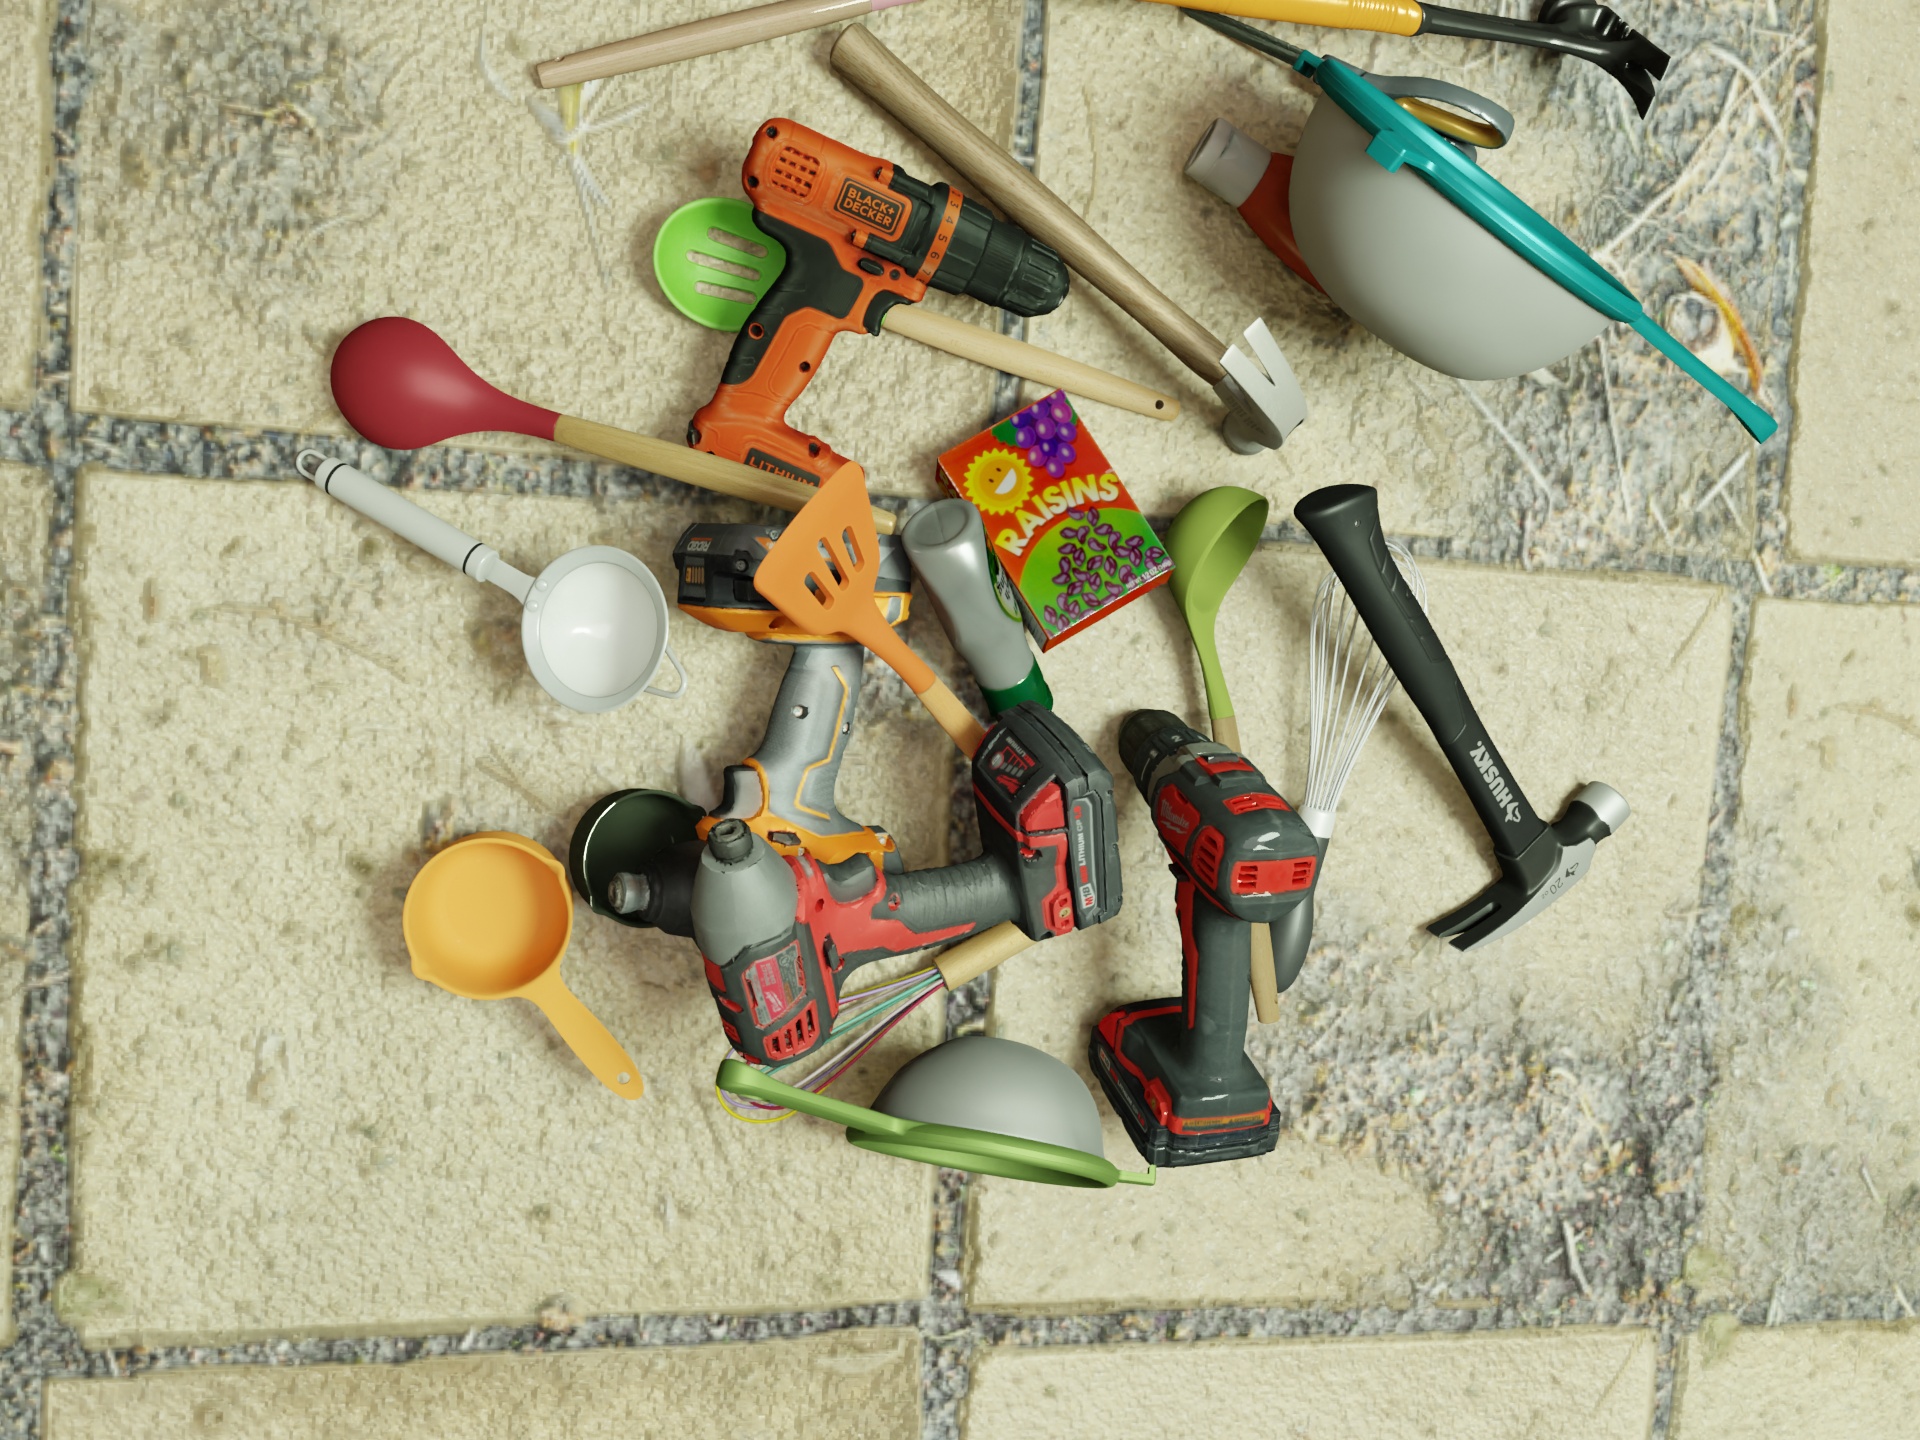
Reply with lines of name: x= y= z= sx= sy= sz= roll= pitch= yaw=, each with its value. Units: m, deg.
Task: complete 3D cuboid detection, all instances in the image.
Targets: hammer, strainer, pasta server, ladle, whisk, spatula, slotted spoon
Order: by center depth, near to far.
ladle: x=-0.186 y=-0.145 z=0.833 sx=0.315 sy=0.031 sz=0.069 roll=16 pitch=102 yaw=2
strainer: x=-0.243 y=-0.080 z=0.835 sx=0.258 sy=0.050 sz=0.087 roll=30 pitch=99 yaw=8
strainer: x=-0.021 y=0.192 z=0.844 sx=0.256 sy=0.151 sz=0.069 roll=28 pitch=64 yaw=-39
spatula: x=-0.001 y=-0.003 z=0.857 sx=0.081 sy=0.041 sz=0.322 roll=-53 pitch=127 yaw=-16
strainer: x=0.300 y=-0.219 z=0.865 sx=0.340 sy=0.211 sz=0.095 roll=29 pitch=118 yaw=-20
pasta server: x=-0.078 y=-0.397 z=0.870 sx=0.316 sy=0.060 sz=0.040 roll=-17 pitch=134 yaw=-7
hammer: x=0.061 y=-0.267 z=0.882 sx=0.331 sy=0.130 sz=0.031 roll=40 pitch=90 yaw=-3
hammer: x=0.225 y=-0.396 z=0.889 sx=0.336 sy=0.127 sz=0.034 roll=3 pitch=131 yaw=-12
slotted spoon: x=-0.019 y=-0.221 z=0.903 sx=0.313 sy=0.031 sz=0.070 roll=15 pitch=99 yaw=-14
hammer: x=0.278 y=-0.004 z=0.924 sx=0.146 sy=0.035 sz=0.334 roll=-43 pitch=120 yaw=-7
whisk: x=-0.029 y=0.162 z=0.926 sx=0.245 sy=0.051 sz=0.047 roll=-27 pitch=65 yaw=-13
ladle: x=0.169 y=0.023 z=0.935 sx=0.062 sy=0.078 sz=0.320 roll=-6 pitch=96 yaw=33
whisk: x=0.221 y=0.029 z=0.960 sx=0.070 sy=0.070 sz=0.284 roll=11 pitch=98 yaw=-12

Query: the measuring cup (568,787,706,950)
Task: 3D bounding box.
measuring cup: x=-0.157 y=0.109 z=0.899 sx=0.083 sy=0.038 sz=0.167 roll=-45 pitch=118 yaw=-24

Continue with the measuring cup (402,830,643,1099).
measuring cup: x=-0.231 y=0.137 z=0.878 sx=0.095 sy=0.052 sz=0.173 roll=-38 pitch=102 yaw=-6

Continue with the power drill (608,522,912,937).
power drill: x=-0.107 y=0.009 z=0.857 sx=0.164 sy=0.084 sz=0.226 roll=0 pitch=96 yaw=-34

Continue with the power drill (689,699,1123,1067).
power drill: x=-0.031 y=0.080 z=0.819 sx=0.219 sy=0.079 sz=0.143 roll=-22 pitch=128 yaw=-17

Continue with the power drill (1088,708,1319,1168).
power drill: x=0.128 y=0.115 z=0.904 sx=0.080 sy=0.188 sz=0.226 roll=-3 pitch=114 yaw=-15
